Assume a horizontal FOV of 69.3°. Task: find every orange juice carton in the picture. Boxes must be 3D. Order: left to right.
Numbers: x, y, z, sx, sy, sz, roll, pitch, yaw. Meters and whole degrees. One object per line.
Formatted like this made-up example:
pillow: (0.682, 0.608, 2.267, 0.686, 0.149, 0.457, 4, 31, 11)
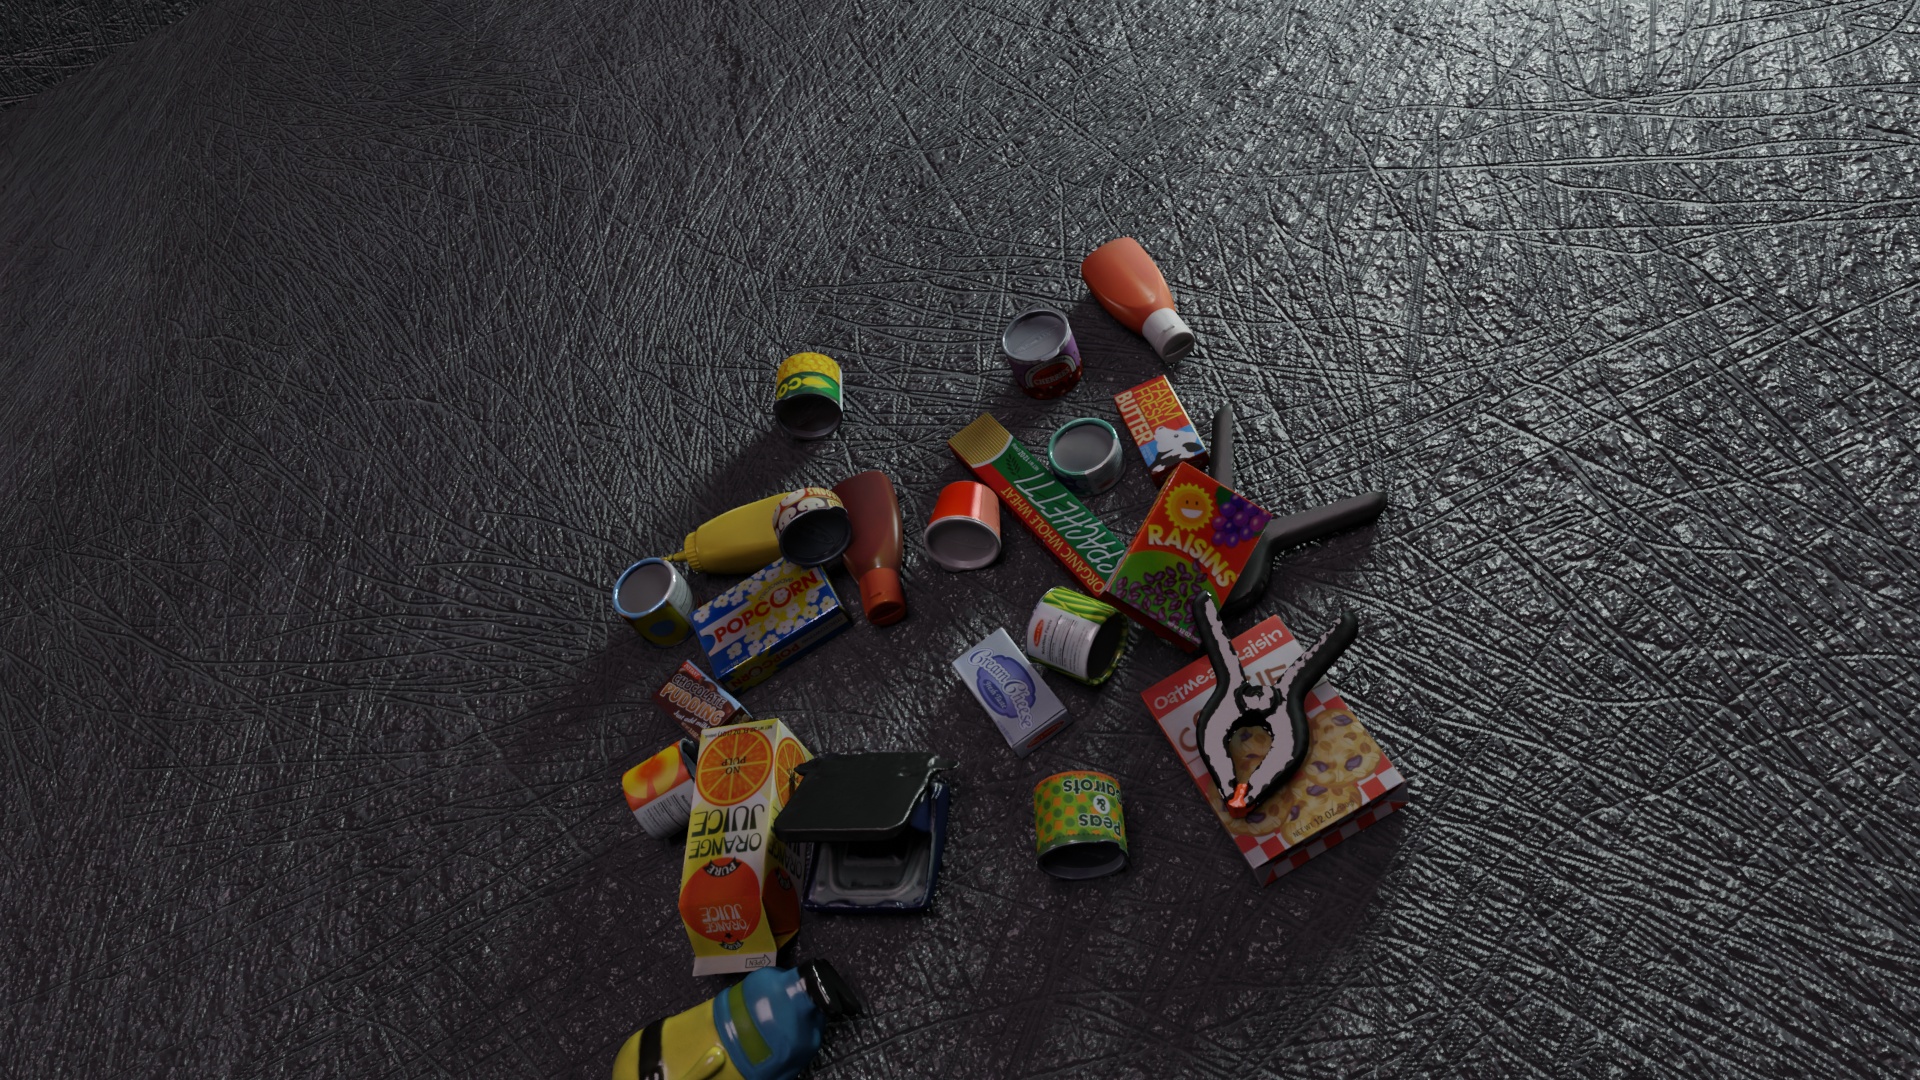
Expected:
orange juice carton: (-0.169, 0.245, 1.095, 0.072, 0.072, 0.193, -11, 53, 15)

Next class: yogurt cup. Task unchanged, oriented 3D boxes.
yogurt cup: (0.004, -0.015, 1.221, 0.072, 0.072, 0.054, -7, 46, 18)

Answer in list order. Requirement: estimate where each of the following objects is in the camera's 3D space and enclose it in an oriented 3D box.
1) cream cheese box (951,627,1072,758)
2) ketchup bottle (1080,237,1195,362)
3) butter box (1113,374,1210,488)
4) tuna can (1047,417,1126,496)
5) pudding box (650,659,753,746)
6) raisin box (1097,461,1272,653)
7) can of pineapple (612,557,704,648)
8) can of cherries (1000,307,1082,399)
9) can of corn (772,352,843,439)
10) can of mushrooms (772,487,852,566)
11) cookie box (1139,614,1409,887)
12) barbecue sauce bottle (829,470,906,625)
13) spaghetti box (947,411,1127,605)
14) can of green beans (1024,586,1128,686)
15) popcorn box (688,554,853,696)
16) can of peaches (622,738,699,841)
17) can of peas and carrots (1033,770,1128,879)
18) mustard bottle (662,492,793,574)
cream cheese box: (0.041, 0.123, 1.129, 0.053, 0.024, 0.104, -35, 50, -5)
ketchup bottle: (0.172, -0.227, 1.318, 0.065, 0.043, 0.149, -30, 50, 1)
butter box: (0.178, -0.098, 1.234, 0.053, 0.024, 0.104, -24, 50, 4)
tuna can: (0.111, -0.076, 1.240, 0.071, 0.032, 0.071, -11, 53, 15)
pudding box: (-0.226, 0.148, 1.218, 0.050, 0.030, 0.084, -46, 52, -14)
raisin box: (0.176, 0.013, 1.084, 0.086, 0.040, 0.123, 31, 77, 4)
can of pineapple: (-0.282, 0.058, 1.289, 0.071, 0.057, 0.071, -11, 53, 15)
can of cherries: (0.078, -0.174, 1.309, 0.071, 0.058, 0.072, -11, 52, 14)
can of corn: (-0.152, -0.144, 1.375, 0.071, 0.071, 0.058, -15, 51, 13)
can of mushrooms: (-0.130, -0.014, 1.226, 0.071, 0.070, 0.033, -28, 45, 2)
cookie box: (0.227, 0.150, 1.021, 0.123, 0.040, 0.168, -30, 50, 0)
barbecue sauce bottle: (-0.080, 0.007, 1.252, 0.065, 0.043, 0.149, -23, 51, 10)
spaghetti box: (0.074, -0.028, 1.223, 0.050, 0.028, 0.251, -37, 50, -5)
can of green beans: (0.094, 0.077, 1.114, 0.058, 0.071, 0.071, 21, 66, 32)
popcorn box: (-0.170, 0.070, 1.246, 0.127, 0.038, 0.085, -32, 51, -2)
can of peaches: (-0.241, 0.207, 1.158, 0.058, 0.071, 0.071, -31, 50, 0)
can of peas and carrots: (0.089, 0.208, 1.018, 0.071, 0.070, 0.059, -13, 52, 14)
mustard bottle: (-0.206, 0.000, 1.306, 0.160, 0.048, 0.065, -13, 52, 14)
